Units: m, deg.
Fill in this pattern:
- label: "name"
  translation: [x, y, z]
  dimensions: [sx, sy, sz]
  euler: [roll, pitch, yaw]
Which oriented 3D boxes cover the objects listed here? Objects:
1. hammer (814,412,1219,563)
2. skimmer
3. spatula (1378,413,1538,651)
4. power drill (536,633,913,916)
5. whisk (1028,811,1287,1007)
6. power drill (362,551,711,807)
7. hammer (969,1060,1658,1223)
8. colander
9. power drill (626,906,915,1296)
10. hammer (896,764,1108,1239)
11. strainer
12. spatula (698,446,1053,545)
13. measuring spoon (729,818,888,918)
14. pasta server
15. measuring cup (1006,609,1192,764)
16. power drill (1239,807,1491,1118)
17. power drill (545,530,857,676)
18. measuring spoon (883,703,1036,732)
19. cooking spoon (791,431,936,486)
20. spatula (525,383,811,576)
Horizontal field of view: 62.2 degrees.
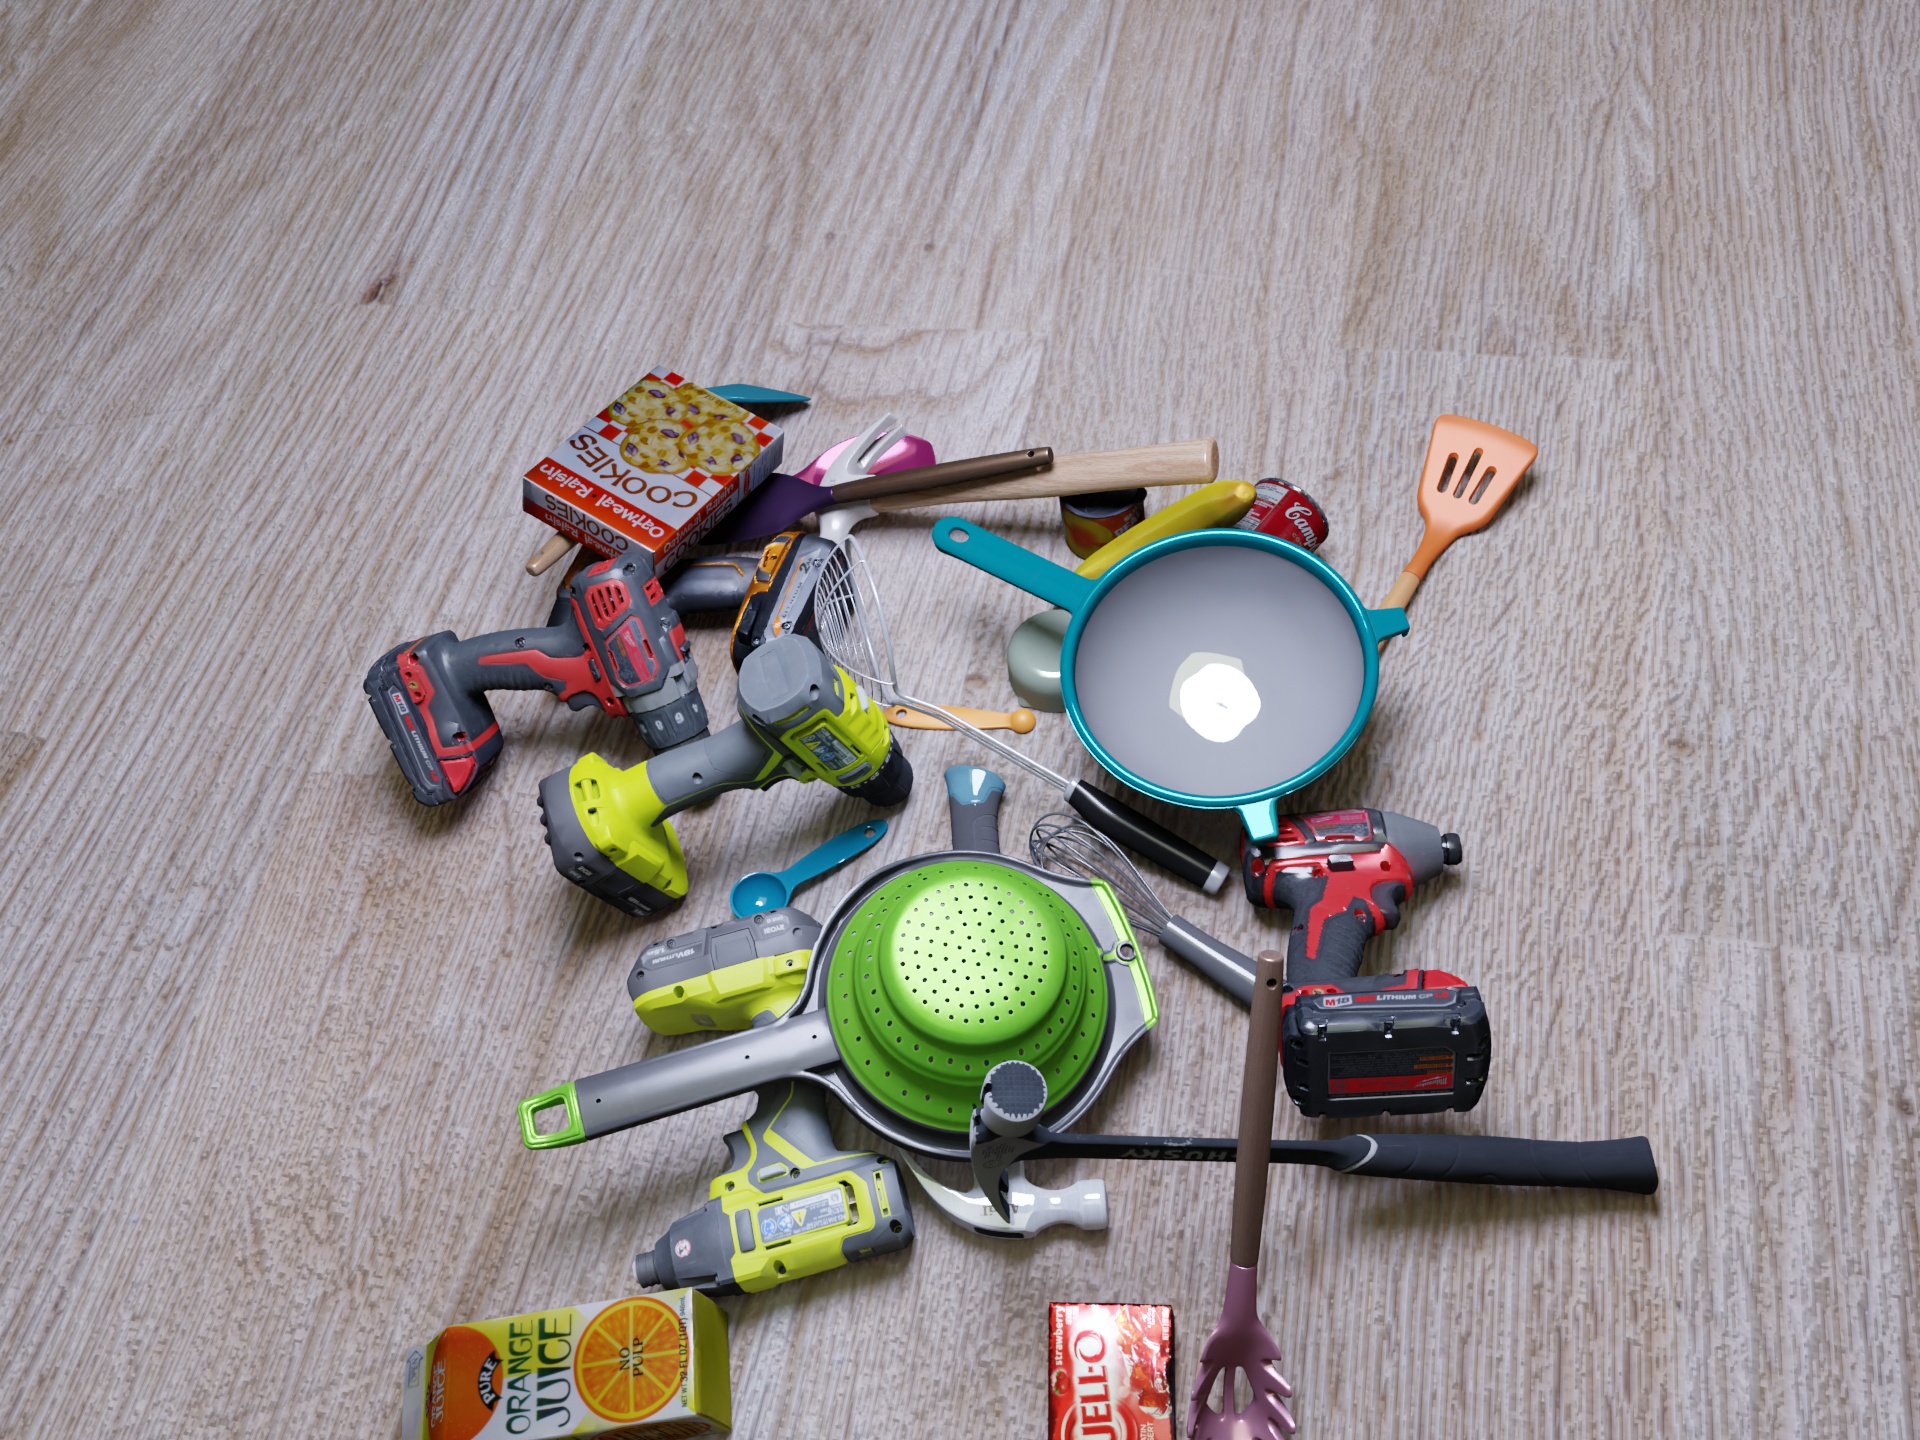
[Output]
- label: "hammer"
  translation: [0.036, -0.186, 1.222]
  dimensions: [0.331, 0.031, 0.130]
  euler: [-2, 67, 26]
- label: "skimmer"
  translation: [0.042, -0.005, 1.127]
  dimensions: [0.363, 0.127, 0.090]
  euler: [31, 68, 12]
- label: "spatula"
  translation: [0.320, -0.093, 1.169]
  dimensions: [0.081, 0.041, 0.323]
  euler: [26, 67, 22]
- label: "power drill"
  translation: [-0.153, 0.046, 1.097]
  dimensions: [0.228, 0.190, 0.080]
  euler: [-27, 57, 9]
- label: "whisk"
  translation: [0.141, 0.136, 1.055]
  dimensions: [0.239, 0.055, 0.055]
  euler: [33, 69, 21]
- label: "power drill"
  translation: [-0.295, -0.006, 1.166]
  dimensions: [0.226, 0.187, 0.080]
  euler: [-17, 17, 11]
- label: "hammer"
  translation: [0.206, 0.253, 0.918]
  dimensions: [0.409, 0.149, 0.036]
  euler: [4, 51, -6]
- label: "colander"
  translation: [-0.072, 0.177, 0.954]
  dimensions: [0.397, 0.094, 0.205]
  euler: [-15, 63, -10]
- label: "power drill"
  translation: [-0.136, 0.246, 1.016]
  dimensions: [0.171, 0.080, 0.223]
  euler: [-15, 60, -1]
- label: "hammer"
  translation: [0.018, 0.176, 1.058]
  dimensions: [0.128, 0.033, 0.331]
  euler: [-7, 57, 4]
- label: "strainer"
  translation: [0.126, -0.049, 1.123]
  dimensions: [0.340, 0.095, 0.211]
  euler: [29, 72, 23]
- label: "spatula"
  translation: [-0.075, -0.183, 1.245]
  dimensions: [0.316, 0.018, 0.060]
  euler: [-6, 70, 25]
- label: "measuring spoon"
  translation: [-0.105, 0.109, 1.134]
  dimensions: [0.128, 0.021, 0.042]
  euler: [-30, 57, -20]
- label: "pasta server"
  translation: [0.157, 0.272, 0.856]
  dimensions: [0.060, 0.316, 0.040]
  euler: [0, 18, -4]
- label: "measuring cup"
  translation: [0.103, -0.023, 1.163]
  dimensions: [0.168, 0.038, 0.083]
  euler: [37, 71, 28]
- label: "power drill"
  translation: [0.254, 0.136, 0.987]
  dimensions: [0.143, 0.078, 0.220]
  euler: [-5, 35, 7]
- label: "power drill"
  translation: [-0.212, -0.084, 1.233]
  dimensions: [0.226, 0.084, 0.164]
  euler: [12, 61, 21]
- label: "measuring spoon"
  translation: [-0.002, -0.004, 1.185]
  dimensions: [0.117, 0.011, 0.021]
  euler: [3, 59, 11]
- label: "cooking spoon"
  translation: [-0.177, -0.189, 1.326]
  dimensions: [0.319, 0.017, 0.069]
  euler: [-9, 70, 4]
- label: "spatula"
  translation: [-0.240, -0.204, 1.283]
  dimensions: [0.082, 0.044, 0.318]
  euler: [17, 48, 26]
